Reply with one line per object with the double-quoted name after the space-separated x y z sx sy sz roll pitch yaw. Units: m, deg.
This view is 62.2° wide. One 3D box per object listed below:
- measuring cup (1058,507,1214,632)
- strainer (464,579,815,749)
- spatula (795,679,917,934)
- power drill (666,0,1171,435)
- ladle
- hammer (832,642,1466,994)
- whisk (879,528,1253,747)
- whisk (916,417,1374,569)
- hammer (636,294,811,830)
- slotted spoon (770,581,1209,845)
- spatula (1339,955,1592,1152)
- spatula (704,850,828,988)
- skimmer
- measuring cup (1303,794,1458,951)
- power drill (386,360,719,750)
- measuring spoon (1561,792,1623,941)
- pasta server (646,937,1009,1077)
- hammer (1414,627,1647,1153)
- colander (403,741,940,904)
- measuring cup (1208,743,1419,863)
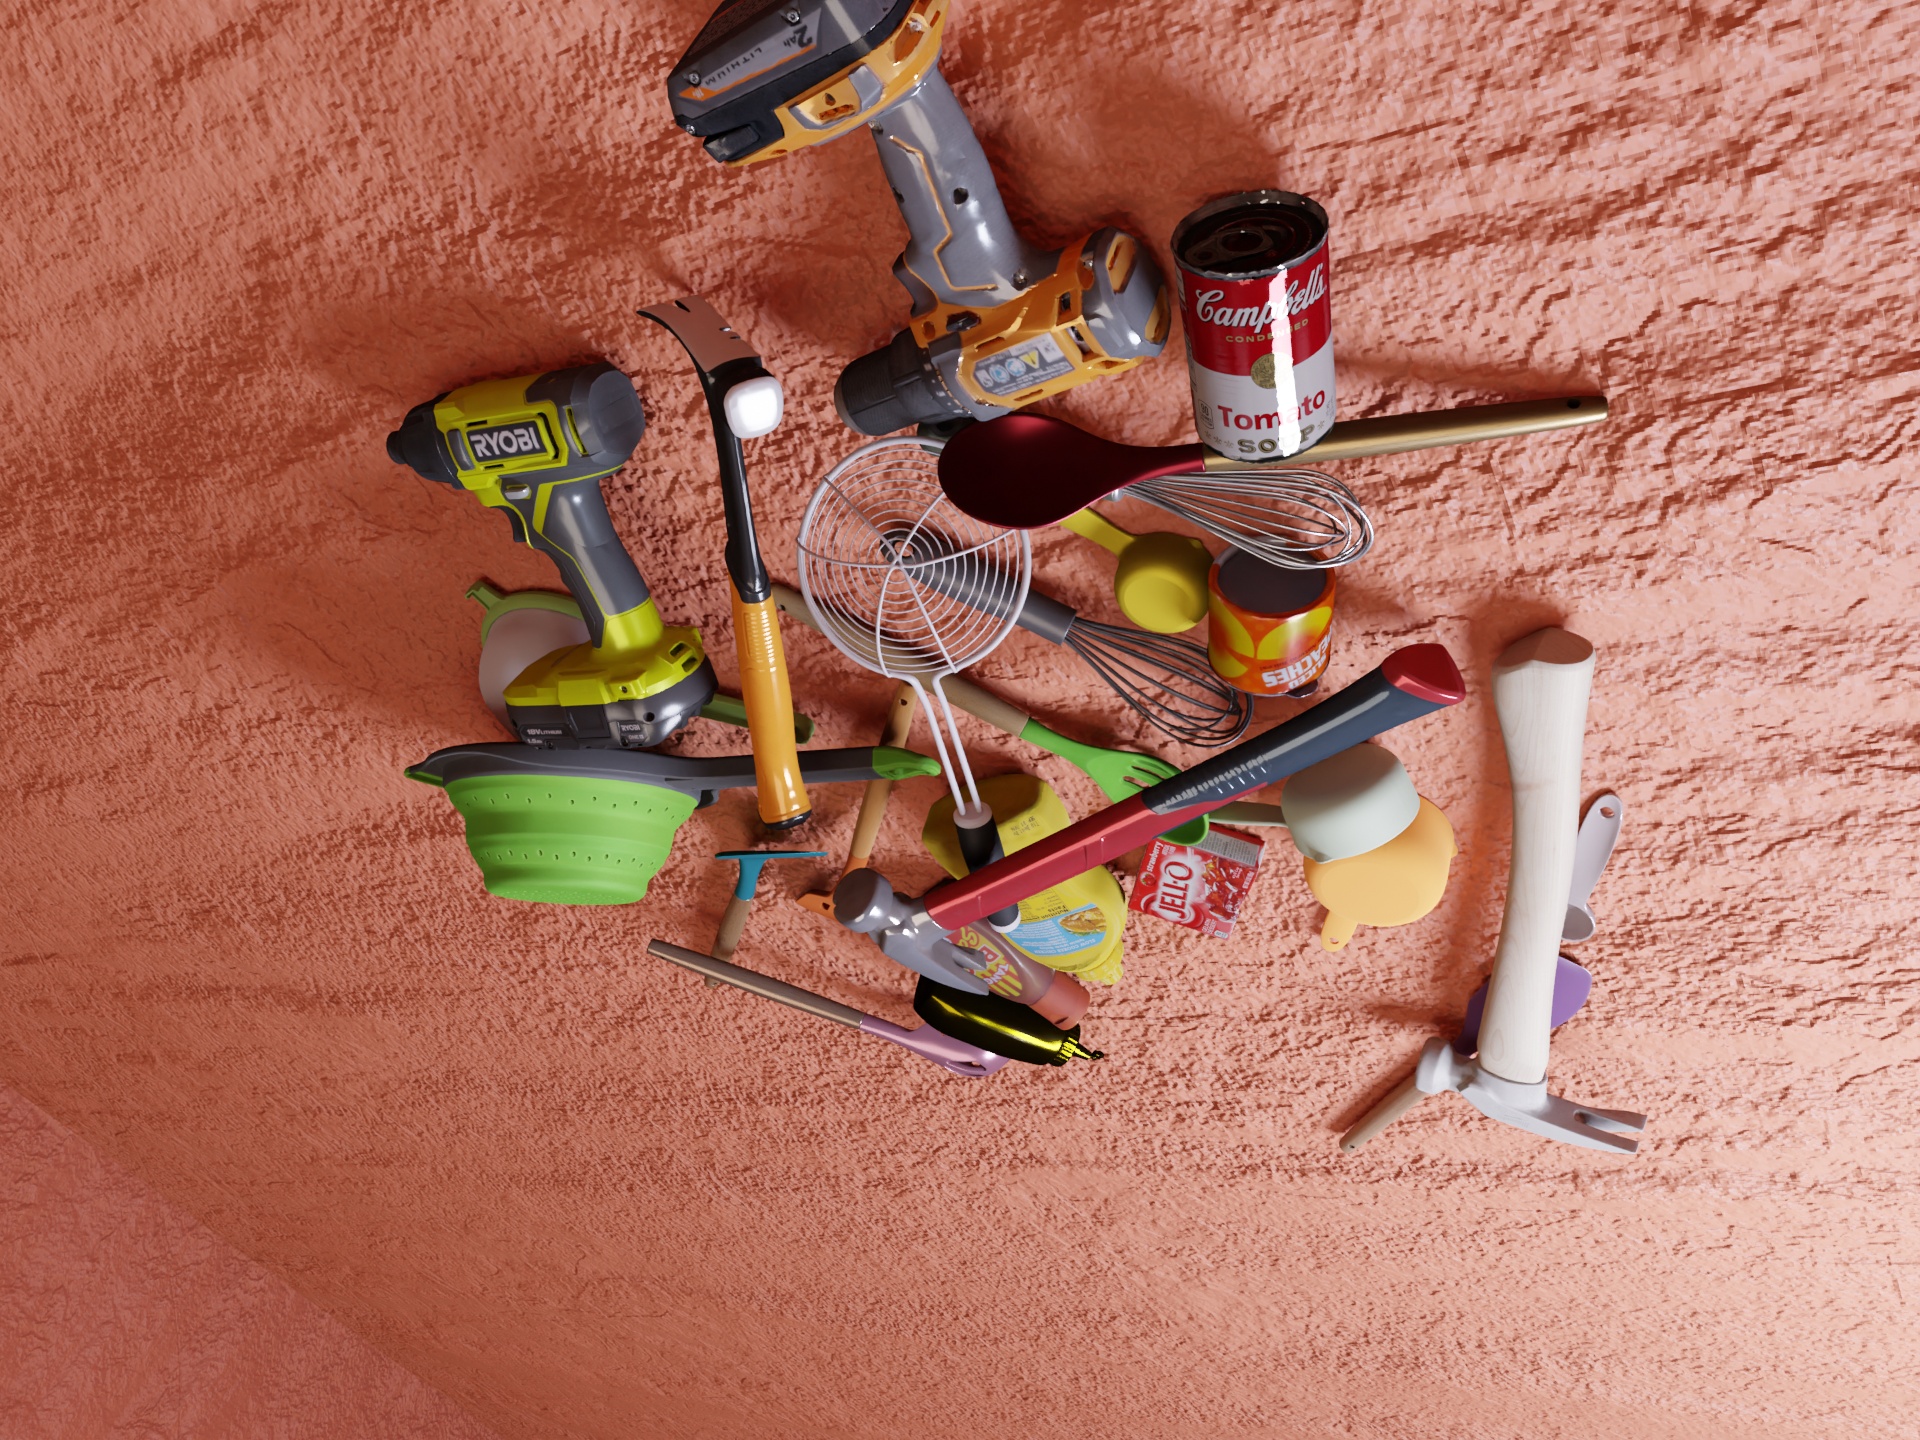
0.070 -0.097 0.871 0.156 0.029 0.062 29 141 -10 "measuring cup"
-0.229 -0.003 1.096 0.256 0.069 0.151 13 140 15 "strainer"
-0.065 0.072 1.141 0.081 0.041 0.322 23 137 3 "spatula"
-0.033 -0.230 0.737 0.185 0.084 0.226 -13 134 38 "power drill"
0.144 -0.132 0.768 0.315 0.069 0.031 -4 156 16 "ladle"
0.116 0.062 0.931 0.386 0.038 0.143 -28 138 26 "hammer"
0.060 -0.051 0.919 0.239 0.055 0.055 27 141 3 "whisk"
0.091 -0.123 0.822 0.246 0.058 0.059 17 149 16 "whisk"
-0.122 -0.070 0.904 0.127 0.034 0.336 50 153 43 "hammer"
0.018 -0.010 0.997 0.314 0.031 0.070 28 147 0 "slotted spoon"
0.348 0.246 1.137 0.060 0.018 0.315 26 140 0 "spatula"
-0.177 0.158 1.270 0.082 0.044 0.317 -1 149 -19 "spatula"
-0.001 -0.003 0.942 0.127 0.090 0.362 -4 141 11 "skimmer"
0.251 0.114 1.005 0.095 0.052 0.173 16 139 9 "measuring cup"
-0.247 -0.097 0.966 0.171 0.080 0.223 -2 118 27 "power drill"
0.374 0.085 0.947 0.034 0.018 0.124 21 136 22 "measuring spoon"
-0.105 0.232 1.310 0.316 0.040 0.060 20 141 -1 "pasta server"
0.351 0.116 0.947 0.146 0.038 0.410 15 138 28 "hammer"
-0.200 0.074 1.088 0.397 0.094 0.204 -4 166 23 "colander"
0.194 0.044 0.956 0.168 0.083 0.038 0 124 50 "measuring cup"
